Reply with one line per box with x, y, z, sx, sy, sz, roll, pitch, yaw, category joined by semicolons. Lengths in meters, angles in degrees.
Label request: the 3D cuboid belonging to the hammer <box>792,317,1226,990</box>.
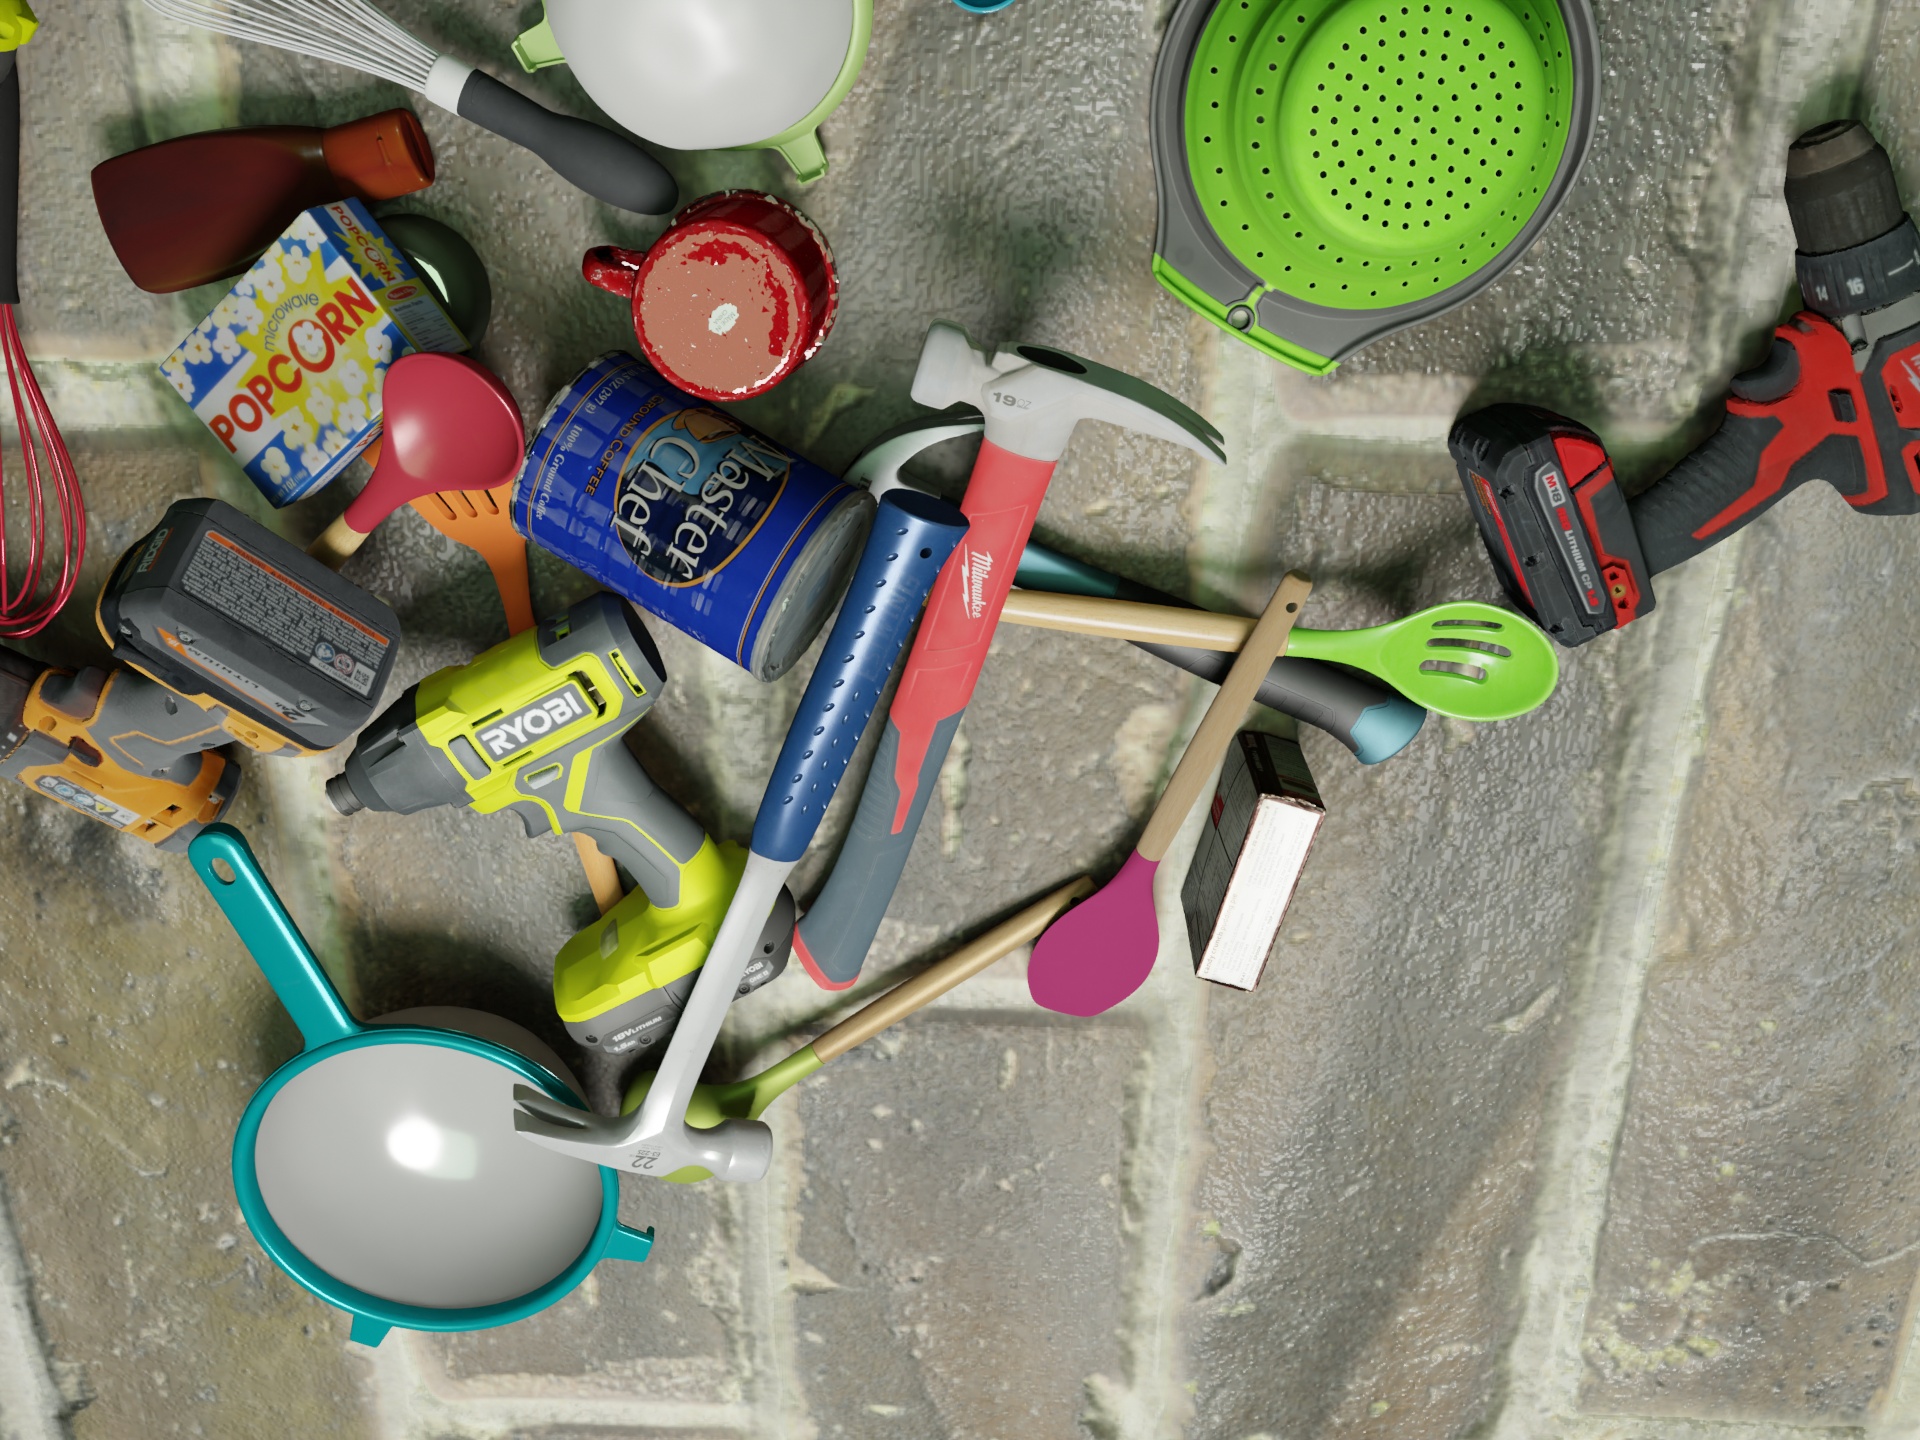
-0.001;-0.003;0.800;0.143;0.038;0.386;17;124;-5;hammer

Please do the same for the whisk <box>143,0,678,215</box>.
-0.256;-0.298;0.706;0.284;0.070;0.070;27;111;-8;whisk

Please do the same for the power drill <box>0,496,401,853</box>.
-0.405;-0.024;0.767;0.226;0.084;0.185;-24;134;34;power drill

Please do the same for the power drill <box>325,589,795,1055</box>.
-0.197;0.061;0.818;0.171;0.080;0.223;-27;122;1;power drill

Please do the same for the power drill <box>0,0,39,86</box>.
-0.400;-0.392;0.644;0.228;0.080;0.191;-44;69;21;power drill

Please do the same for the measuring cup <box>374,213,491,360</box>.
-0.303;-0.176;0.775;0.167;0.038;0.083;-38;107;13;measuring cup

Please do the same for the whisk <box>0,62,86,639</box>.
-0.466;-0.183;0.769;0.073;0.073;0.295;6;106;-1;whisk

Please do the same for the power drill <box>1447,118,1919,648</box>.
0.355;-0.154;0.755;0.226;0.080;0.187;-25;110;8;power drill

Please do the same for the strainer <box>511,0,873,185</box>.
-0.098;-0.330;0.637;0.151;0.069;0.256;20;139;-9;strainer

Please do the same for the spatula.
-0.226;-0.010;0.842;0.081;0.041;0.322;-4;115;19;spatula

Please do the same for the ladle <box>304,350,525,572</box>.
-0.304;-0.082;0.770;0.315;0.031;0.069;-32;111;35;ladle

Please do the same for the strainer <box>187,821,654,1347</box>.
-0.319;0.187;0.894;0.211;0.095;0.340;-20;112;7;strainer

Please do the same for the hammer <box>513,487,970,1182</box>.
-0.099;0.072;0.775;0.144;0.035;0.405;13;117;-25;hammer

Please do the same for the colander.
0.229;-0.331;0.671;0.204;0.095;0.397;28;110;-10;colander

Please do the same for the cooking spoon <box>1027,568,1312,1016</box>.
0.110;0.051;0.839;0.068;0.017;0.318;16;127;-10;cooking spoon

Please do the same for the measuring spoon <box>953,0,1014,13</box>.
0.001;-0.379;0.702;0.042;0.021;0.128;-12;103;7;measuring spoon

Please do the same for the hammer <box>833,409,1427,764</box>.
0.087;-0.056;0.822;0.331;0.033;0.128;23;112;-9;hammer

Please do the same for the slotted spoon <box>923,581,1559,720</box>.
0.137;-0.045;0.792;0.314;0.031;0.070;7;129;1;slotted spoon

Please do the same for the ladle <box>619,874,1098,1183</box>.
-0.060;0.172;0.921;0.320;0.062;0.078;-32;110;6;ladle
